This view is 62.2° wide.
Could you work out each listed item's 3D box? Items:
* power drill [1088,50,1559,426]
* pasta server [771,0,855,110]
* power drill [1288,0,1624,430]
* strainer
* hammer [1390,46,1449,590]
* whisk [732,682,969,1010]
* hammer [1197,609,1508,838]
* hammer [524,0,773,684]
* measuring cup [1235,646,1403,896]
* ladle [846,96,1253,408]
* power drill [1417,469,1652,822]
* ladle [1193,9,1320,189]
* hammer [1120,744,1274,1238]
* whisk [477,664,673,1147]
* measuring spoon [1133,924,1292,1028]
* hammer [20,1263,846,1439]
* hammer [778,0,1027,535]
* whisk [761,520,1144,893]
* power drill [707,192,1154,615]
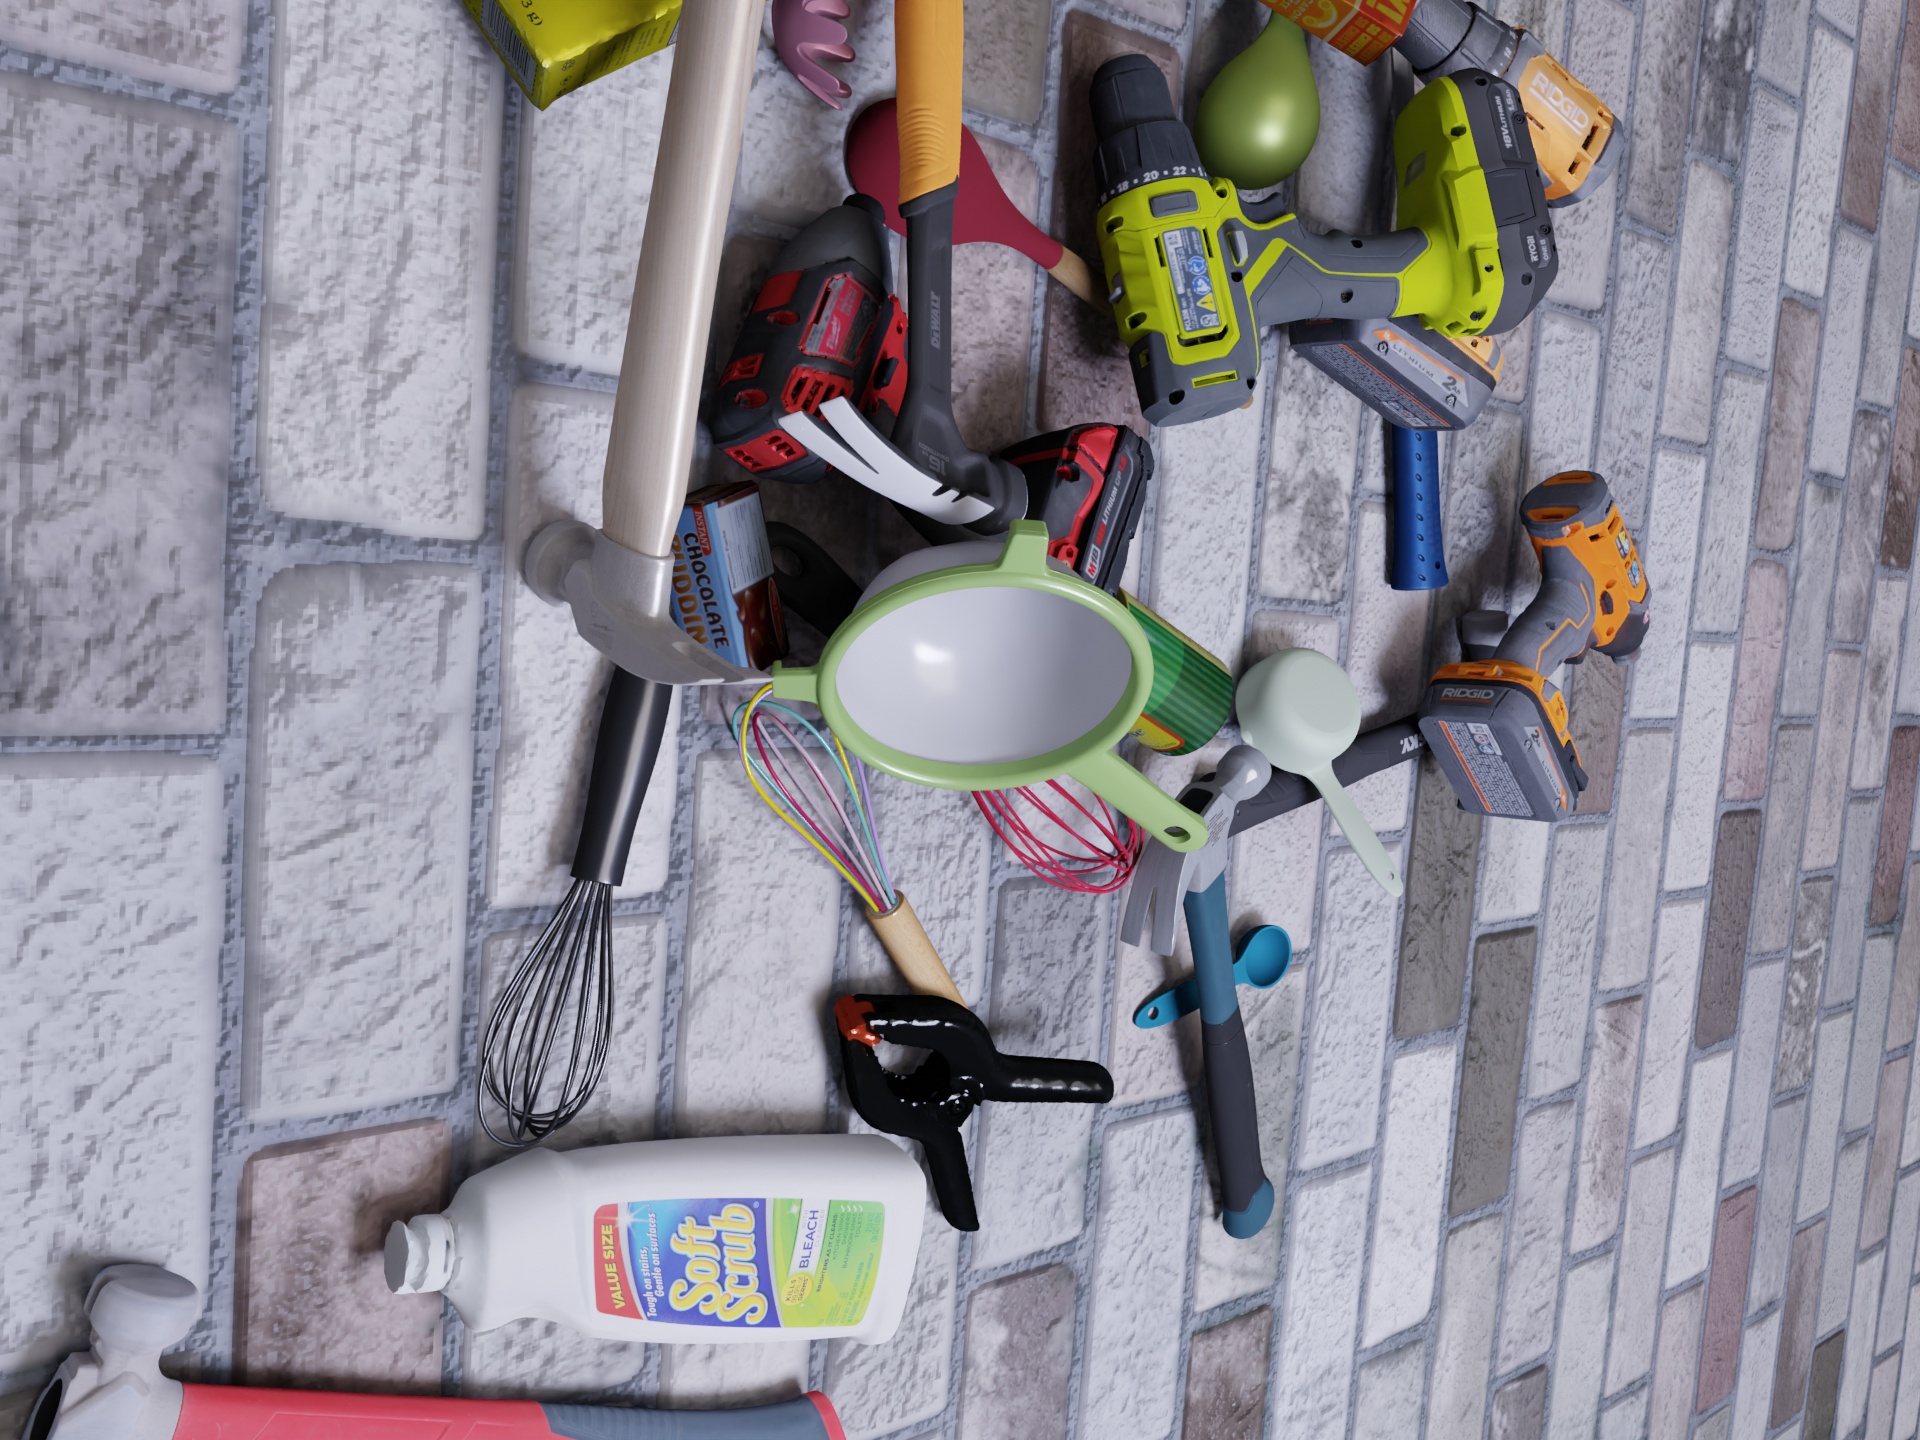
[{"bbox_3d":[0.182,-0.271,0.844,0.228,0.080,0.190,-12,89,-9],"label":"power drill"},{"bbox_3d":[-0.040,-0.434,0.723,0.040,0.060,0.316,12,85,-1],"label":"pasta server"},{"bbox_3d":[0.281,-0.311,0.946,0.185,0.084,0.226,28,87,-25],"label":"power drill"},{"bbox_3d":[0.042,-0.014,0.761,0.256,0.151,0.069,36,37,-40],"label":"strainer"},{"bbox_3d":[0.287,-0.285,1.029,0.144,0.035,0.405,-17,108,-38],"label":"hammer"},{"bbox_3d":[-0.050,0.079,0.792,0.047,0.051,0.244,-78,149,-50],"label":"whisk"},{"bbox_3d":[0.270,0.028,1.064,0.334,0.035,0.146,-17,107,-38],"label":"hammer"},{"bbox_3d":[-0.088,-0.216,0.577,0.038,0.146,0.410,-4,114,-41],"label":"hammer"},{"bbox_3d":[0.233,0.029,0.974,0.083,0.038,0.168,-22,76,-33],"label":"measuring cup"},{"bbox_3d":[0.065,-0.235,0.853,0.315,0.031,0.069,22,81,-42],"label":"ladle"},{"bbox_3d":[0.413,-0.040,1.103,0.164,0.084,0.226,52,60,-32],"label":"power drill"},{"bbox_3d":[0.180,-0.465,0.914,0.078,0.062,0.320,7,85,-34],"label":"ladle"},{"bbox_3d":[0.159,0.185,0.963,0.128,0.033,0.330,-39,129,-39],"label":"hammer"},{"bbox_3d":[-0.162,0.068,0.694,0.055,0.055,0.239,19,80,-41],"label":"whisk"},{"bbox_3d":[0.155,0.163,1.002,0.128,0.021,0.042,-20,109,-28],"label":"measuring spoon"},{"bbox_3d":[-0.205,0.332,0.699,0.386,0.038,0.143,25,81,-40],"label":"hammer"},{"bbox_3d":[-0.019,-0.255,0.702,0.127,0.034,0.337,19,66,-49],"label":"hammer"},{"bbox_3d":[-0.001,-0.003,0.813,0.295,0.073,0.073,42,70,-30],"label":"whisk"},{"bbox_3d":[-0.010,-0.142,0.765,0.219,0.078,0.143,33,64,-35],"label":"power drill"}]
